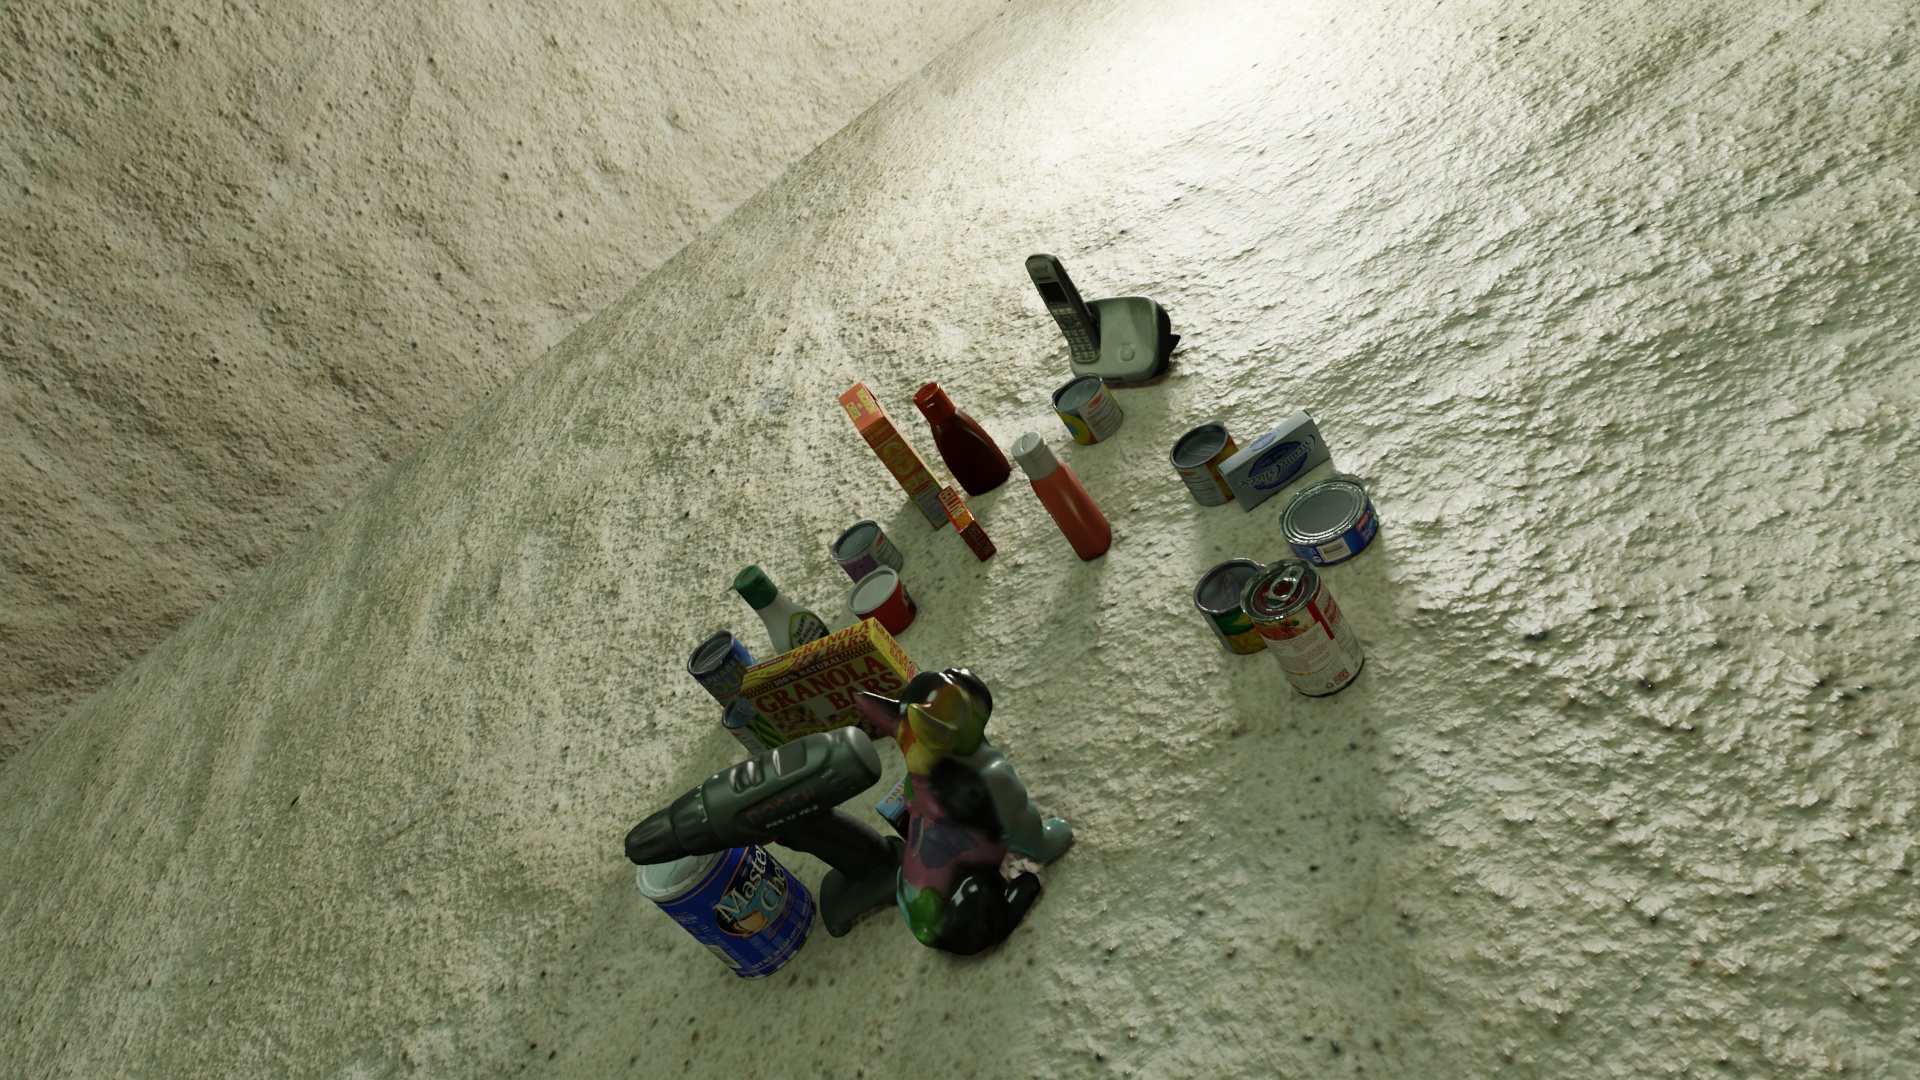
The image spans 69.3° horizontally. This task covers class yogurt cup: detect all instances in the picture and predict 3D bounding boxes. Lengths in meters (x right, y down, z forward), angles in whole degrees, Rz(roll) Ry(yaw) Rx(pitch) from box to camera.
[{"bbox_3d":[-0.087,0.073,1.575,0.072,0.053,0.073,-26,33,18],"label":"yogurt cup"}]

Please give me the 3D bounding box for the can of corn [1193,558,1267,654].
[{"bbox_3d":[0.253,0.058,1.245,0.071,0.058,0.071,-26,33,18],"label":"can of corn"}]

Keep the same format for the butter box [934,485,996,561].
[{"bbox_3d":[0.006,-0.020,1.606,0.024,0.053,0.104,-37,31,2],"label":"butter box"}]

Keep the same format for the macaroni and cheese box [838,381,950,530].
[{"bbox_3d":[-0.075,-0.105,1.691,0.040,0.166,0.124,-37,31,2],"label":"macaroni and cheese box"}]

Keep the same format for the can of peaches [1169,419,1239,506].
[{"bbox_3d":[0.258,-0.079,1.424,0.071,0.058,0.071,-26,33,18],"label":"can of peaches"}]

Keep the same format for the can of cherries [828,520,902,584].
[{"bbox_3d":[-0.113,0.019,1.670,0.071,0.058,0.072,-26,33,18],"label":"can of cherries"}]

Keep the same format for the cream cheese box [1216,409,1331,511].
[{"bbox_3d":[0.311,-0.079,1.375,0.104,0.053,0.024,-34,31,5],"label":"cream cheese box"}]

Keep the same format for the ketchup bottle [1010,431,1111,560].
[{"bbox_3d":[0.105,-0.050,1.452,0.043,0.148,0.065,-25,33,20],"label":"ketchup bottle"}]

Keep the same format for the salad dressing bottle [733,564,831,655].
[{"bbox_3d":[-0.200,0.090,1.576,0.044,0.147,0.064,-3,45,44],"label":"salad dressing bottle"}]

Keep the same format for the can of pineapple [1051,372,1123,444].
[{"bbox_3d":[0.149,-0.155,1.637,0.071,0.057,0.071,-26,33,18],"label":"can of pineapple"}]

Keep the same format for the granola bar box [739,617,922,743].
[{"bbox_3d":[-0.124,0.156,1.433,0.165,0.124,0.039,-23,34,23],"label":"granola bar box"}]

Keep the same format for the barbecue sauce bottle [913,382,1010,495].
[{"bbox_3d":[-0.002,-0.123,1.659,0.065,0.148,0.044,-27,32,17],"label":"barbecue sauce bottle"}]

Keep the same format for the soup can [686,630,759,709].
[{"bbox_3d":[-0.266,0.158,1.614,0.071,0.083,0.072,-26,32,18],"label":"soup can"}]

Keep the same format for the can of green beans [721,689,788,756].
[{"bbox_3d":[-0.221,0.200,1.537,0.071,0.057,0.071,-26,33,18],"label":"can of green beans"}]

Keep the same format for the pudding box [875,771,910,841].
[{"bbox_3d":[-0.034,0.240,1.302,0.084,0.049,0.030,-47,32,-16],"label":"pudding box"}]
